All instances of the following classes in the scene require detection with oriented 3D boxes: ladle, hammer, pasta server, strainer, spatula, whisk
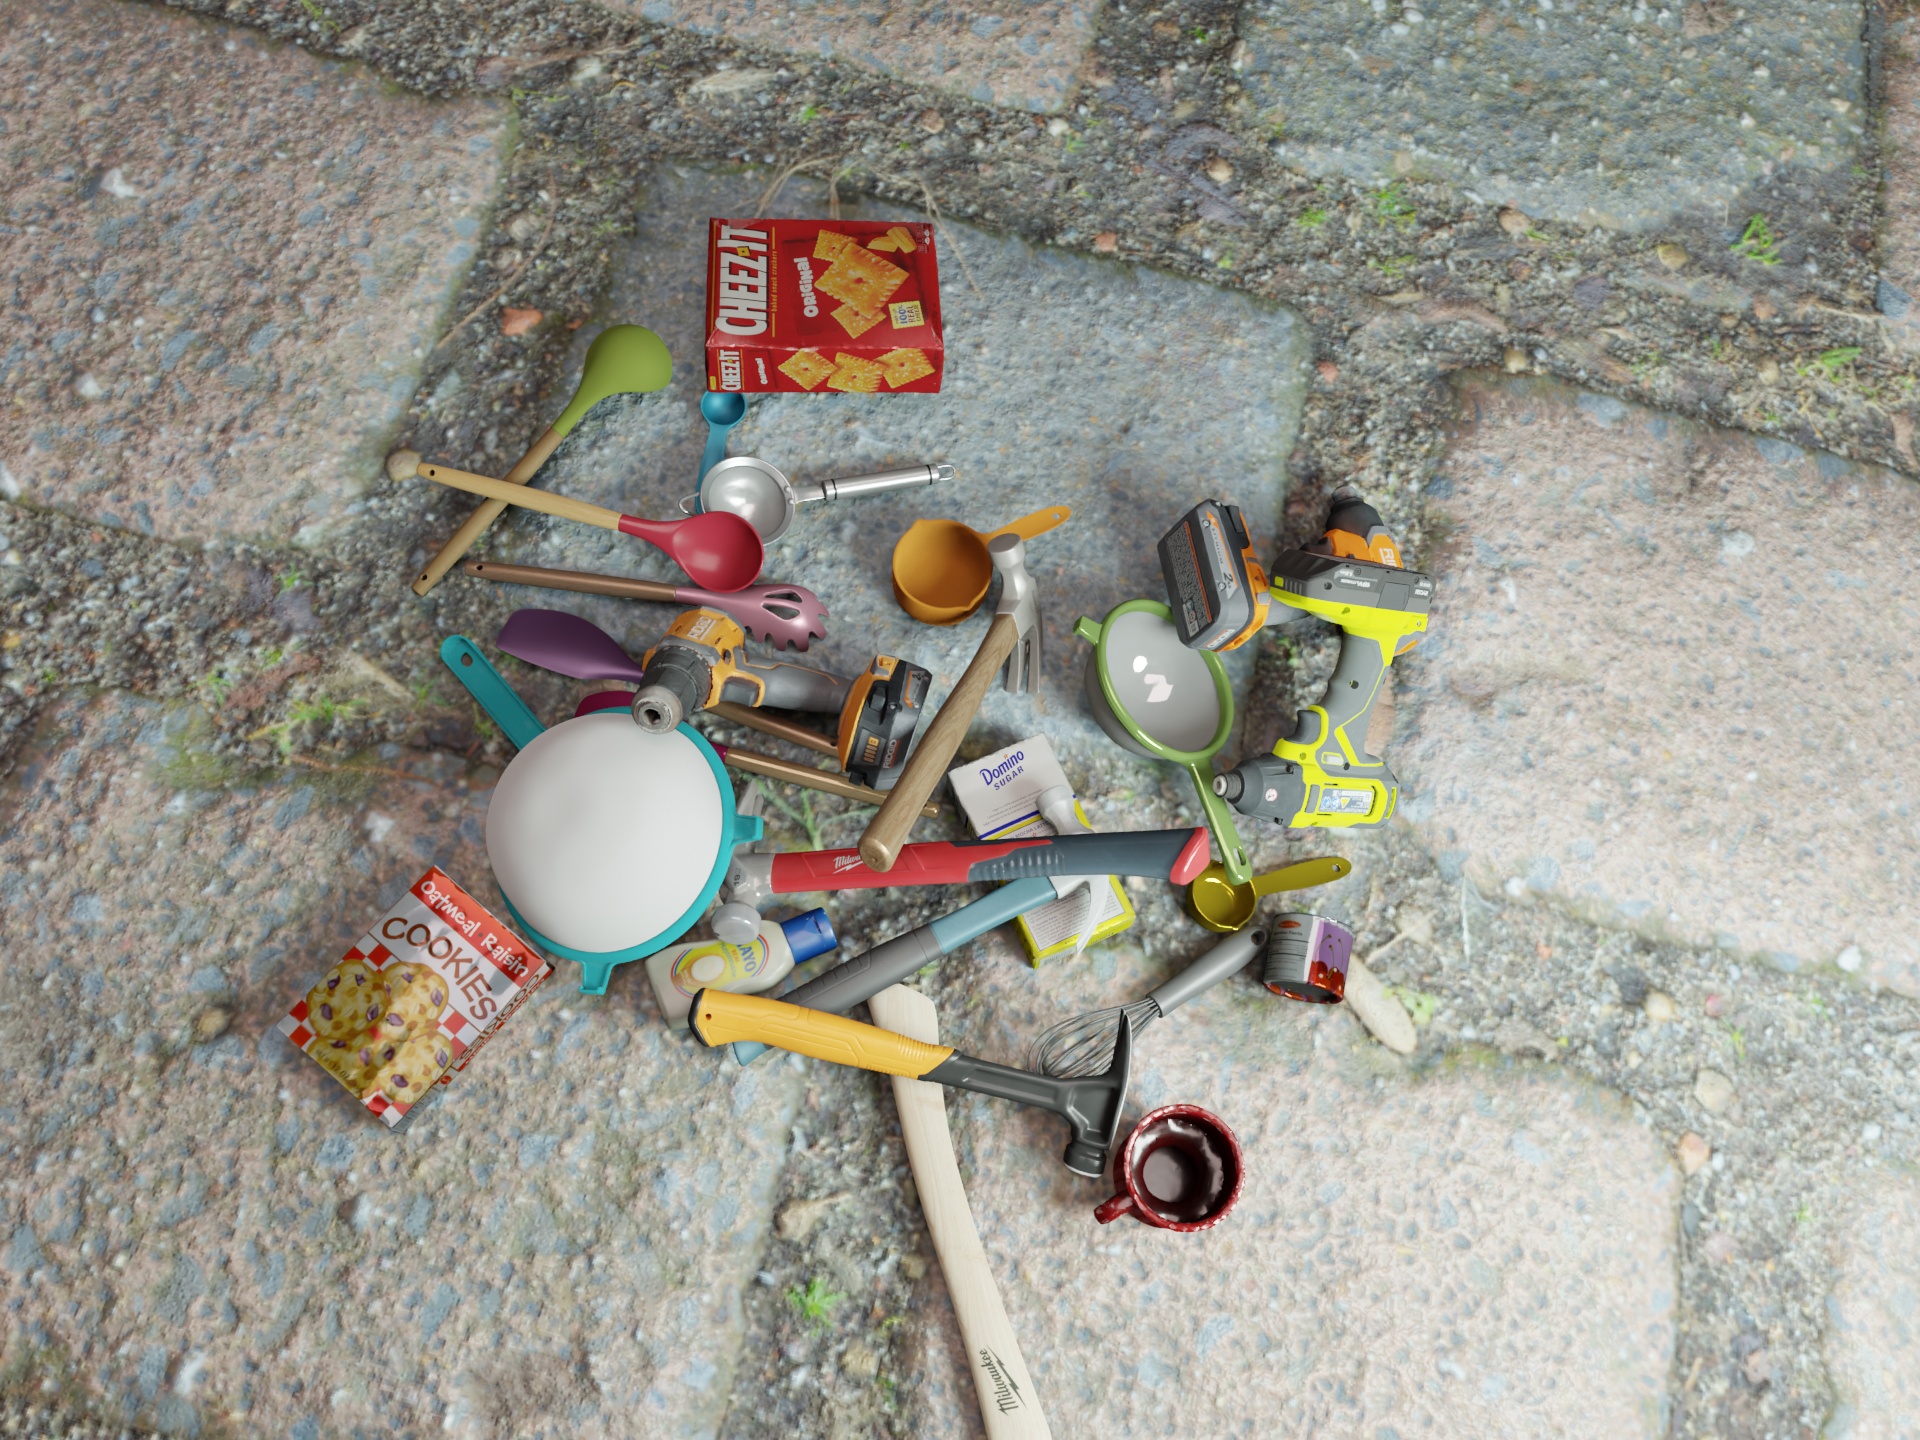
[{"bbox_3d":[-0.317,-0.175,1.367,0.315,0.031,0.069,15,95,3],"label":"ladle"},{"bbox_3d":[-0.032,0.178,1.256,0.331,0.033,0.128,-27,67,-6],"label":"hammer"},{"bbox_3d":[-0.038,0.248,1.209,0.337,0.034,0.127,13,93,-3],"label":"hammer"},{"bbox_3d":[-0.273,-0.110,1.384,0.316,0.040,0.060,7,69,1],"label":"pasta server"},{"bbox_3d":[-0.010,0.405,1.211,0.146,0.038,0.411,-15,71,-9],"label":"hammer"},{"bbox_3d":[0.000,0.098,1.248,0.386,0.038,0.143,-5,49,11],"label":"hammer"},{"bbox_3d":[0.176,0.024,1.352,0.151,0.069,0.256,-11,75,-41],"label":"strainer"},{"bbox_3d":[-0.243,-0.029,1.359,0.316,0.018,0.060,21,58,3],"label":"spatula"},{"bbox_3d":[-0.126,-0.203,1.425,0.258,0.050,0.087,-11,79,-16],"label":"strainer"},{"bbox_3d":[-0.331,0.037,1.262,0.211,0.095,0.341,-44,70,-1],"label":"strainer"},{"bbox_3d":[0.156,0.228,1.290,0.239,0.055,0.055,-29,75,-19],"label":"whisk"},{"bbox_3d":[-0.374,-0.231,1.416,0.078,0.062,0.320,35,77,11],"label":"ladle"},{"bbox_3d":[-0.002,-0.004,1.279,0.031,0.129,0.331,3,42,27],"label":"hammer"}]

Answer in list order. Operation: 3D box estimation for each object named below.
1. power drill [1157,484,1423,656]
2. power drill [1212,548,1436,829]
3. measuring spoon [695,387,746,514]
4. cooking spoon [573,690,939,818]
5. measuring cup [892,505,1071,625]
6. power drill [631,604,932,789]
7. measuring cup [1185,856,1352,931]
[{"bbox_3d":[0.291,-0.137,1.398,0.226,0.084,0.164,0,68,-25],"label":"power drill"},{"bbox_3d":[0.299,-0.022,1.309,0.171,0.080,0.223,4,102,-27],"label":"power drill"},{"bbox_3d":[-0.222,-0.243,1.445,0.042,0.021,0.129,9,78,-2],"label":"measuring spoon"},{"bbox_3d":[-0.172,0.036,1.341,0.319,0.017,0.069,15,68,1],"label":"cooking spoon"},{"bbox_3d":[0.019,-0.144,1.411,0.173,0.052,0.095,-25,74,-16],"label":"measuring cup"},{"bbox_3d":[-0.148,-0.016,1.286,0.226,0.185,0.084,17,114,0],"label":"power drill"},{"bbox_3d":[0.261,0.141,1.346,0.156,0.029,0.062,-10,69,-22],"label":"measuring cup"}]
